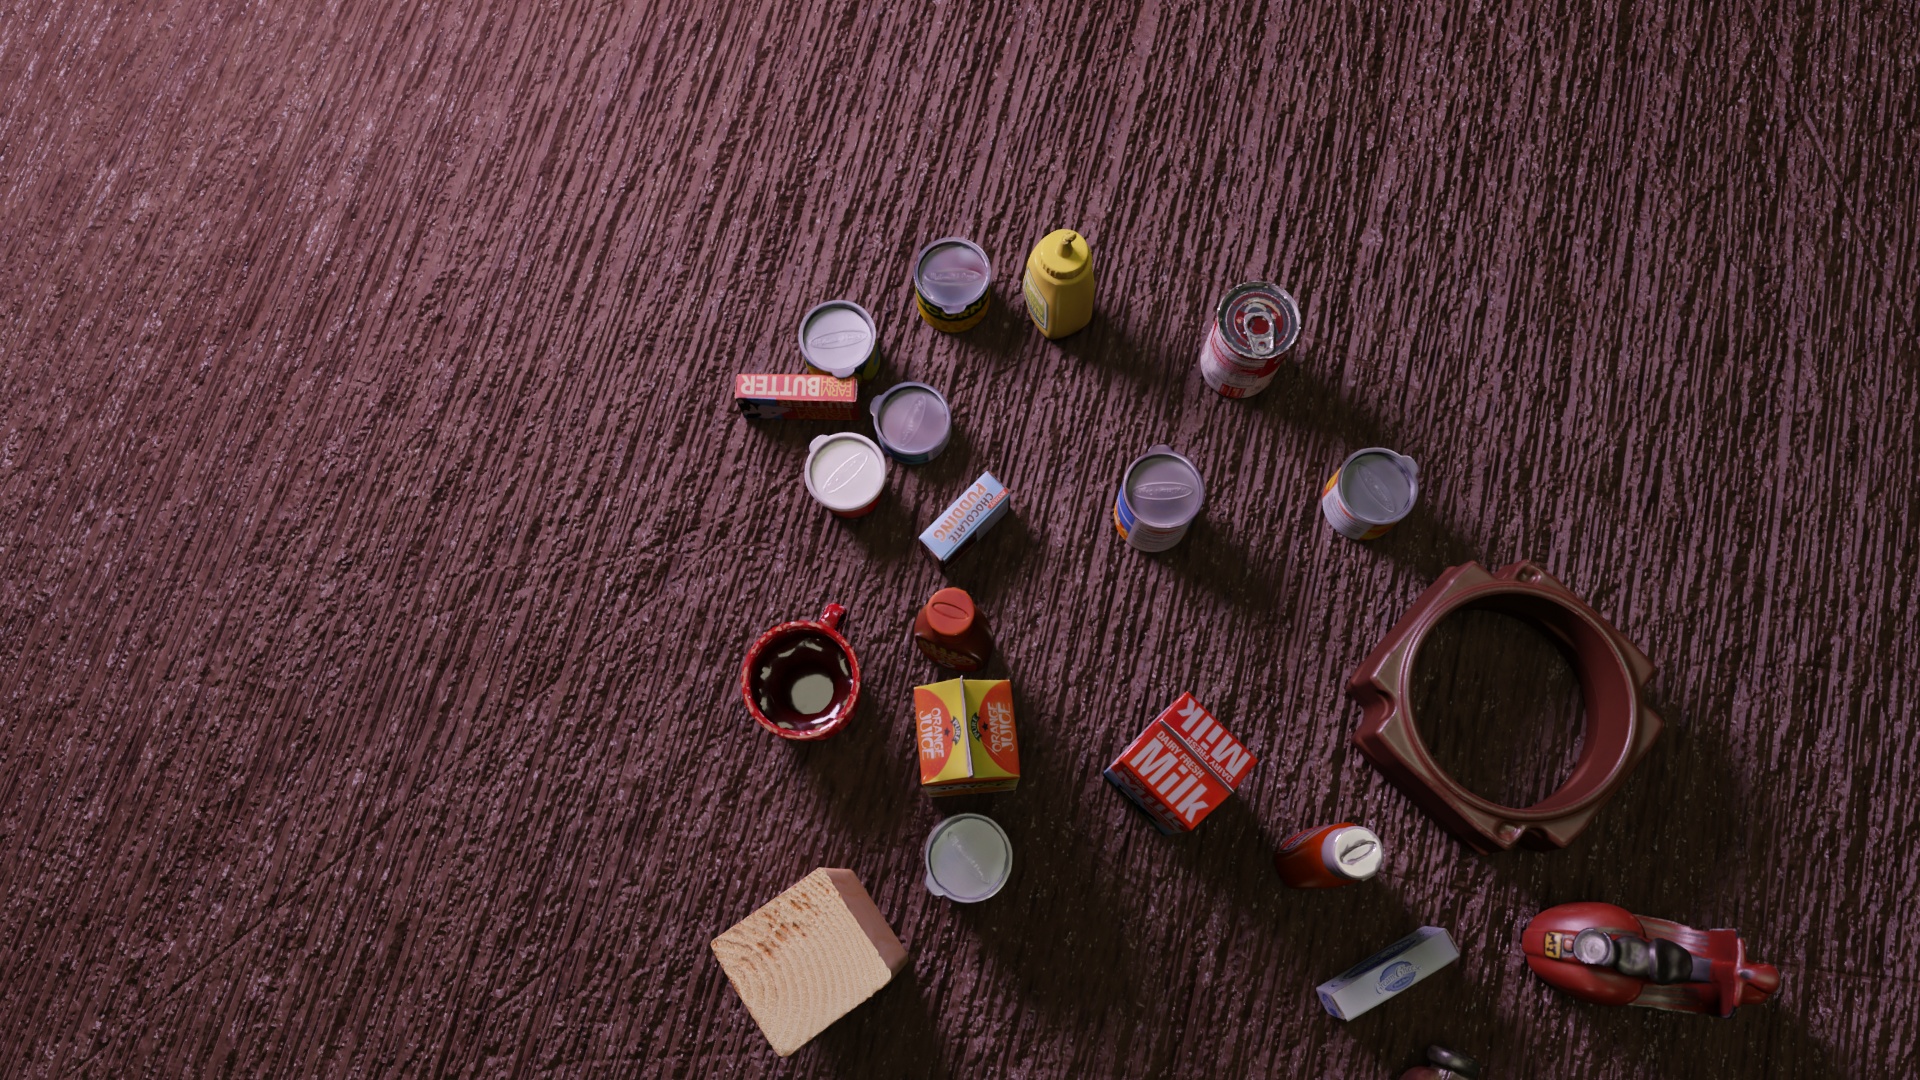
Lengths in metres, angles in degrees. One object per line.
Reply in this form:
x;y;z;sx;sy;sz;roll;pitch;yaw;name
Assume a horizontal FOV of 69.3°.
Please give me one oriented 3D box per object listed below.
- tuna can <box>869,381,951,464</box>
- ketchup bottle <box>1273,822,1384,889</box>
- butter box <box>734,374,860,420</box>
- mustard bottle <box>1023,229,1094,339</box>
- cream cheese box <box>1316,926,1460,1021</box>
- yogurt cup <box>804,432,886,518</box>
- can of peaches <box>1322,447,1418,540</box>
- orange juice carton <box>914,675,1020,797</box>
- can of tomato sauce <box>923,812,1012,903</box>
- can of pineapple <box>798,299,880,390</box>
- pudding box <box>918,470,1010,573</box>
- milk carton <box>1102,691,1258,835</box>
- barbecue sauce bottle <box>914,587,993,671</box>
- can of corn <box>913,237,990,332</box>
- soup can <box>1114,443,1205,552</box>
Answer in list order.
-0.043;-0.101;1.195;0.071;0.032;0.071;0;76;1;tuna can
0.281;0.237;1.043;0.065;0.148;0.043;-25;77;-5;ketchup bottle
-0.138;-0.123;1.192;0.103;0.053;0.024;1;76;1;butter box
0.083;-0.222;1.159;0.049;0.160;0.065;-25;77;-5;mustard bottle
0.327;0.332;1.067;0.104;0.053;0.024;-27;77;-6;cream cheese box
-0.095;-0.051;1.172;0.072;0.054;0.072;0;76;1;yogurt cup
0.343;-0.039;1.161;0.071;0.058;0.071;0;76;1;can of peaches
0.006;0.150;1.047;0.073;0.192;0.072;-5;76;0;orange juice carton
0.005;0.248;1.078;0.071;0.083;0.071;0;76;1;can of tomato sauce
-0.104;-0.164;1.199;0.071;0.057;0.071;0;76;1;can of pineapple
0.004;-0.015;1.163;0.030;0.049;0.084;43;80;10;pudding box
0.164;0.169;1.041;0.073;0.190;0.072;-44;79;-9;milk carton
-0.006;0.069;1.091;0.065;0.148;0.044;19;77;6;barbecue sauce bottle
-0.007;-0.219;1.212;0.071;0.058;0.071;0;76;1;can of corn
0.163;-0.034;1.149;0.071;0.083;0.071;0;76;1;soup can
